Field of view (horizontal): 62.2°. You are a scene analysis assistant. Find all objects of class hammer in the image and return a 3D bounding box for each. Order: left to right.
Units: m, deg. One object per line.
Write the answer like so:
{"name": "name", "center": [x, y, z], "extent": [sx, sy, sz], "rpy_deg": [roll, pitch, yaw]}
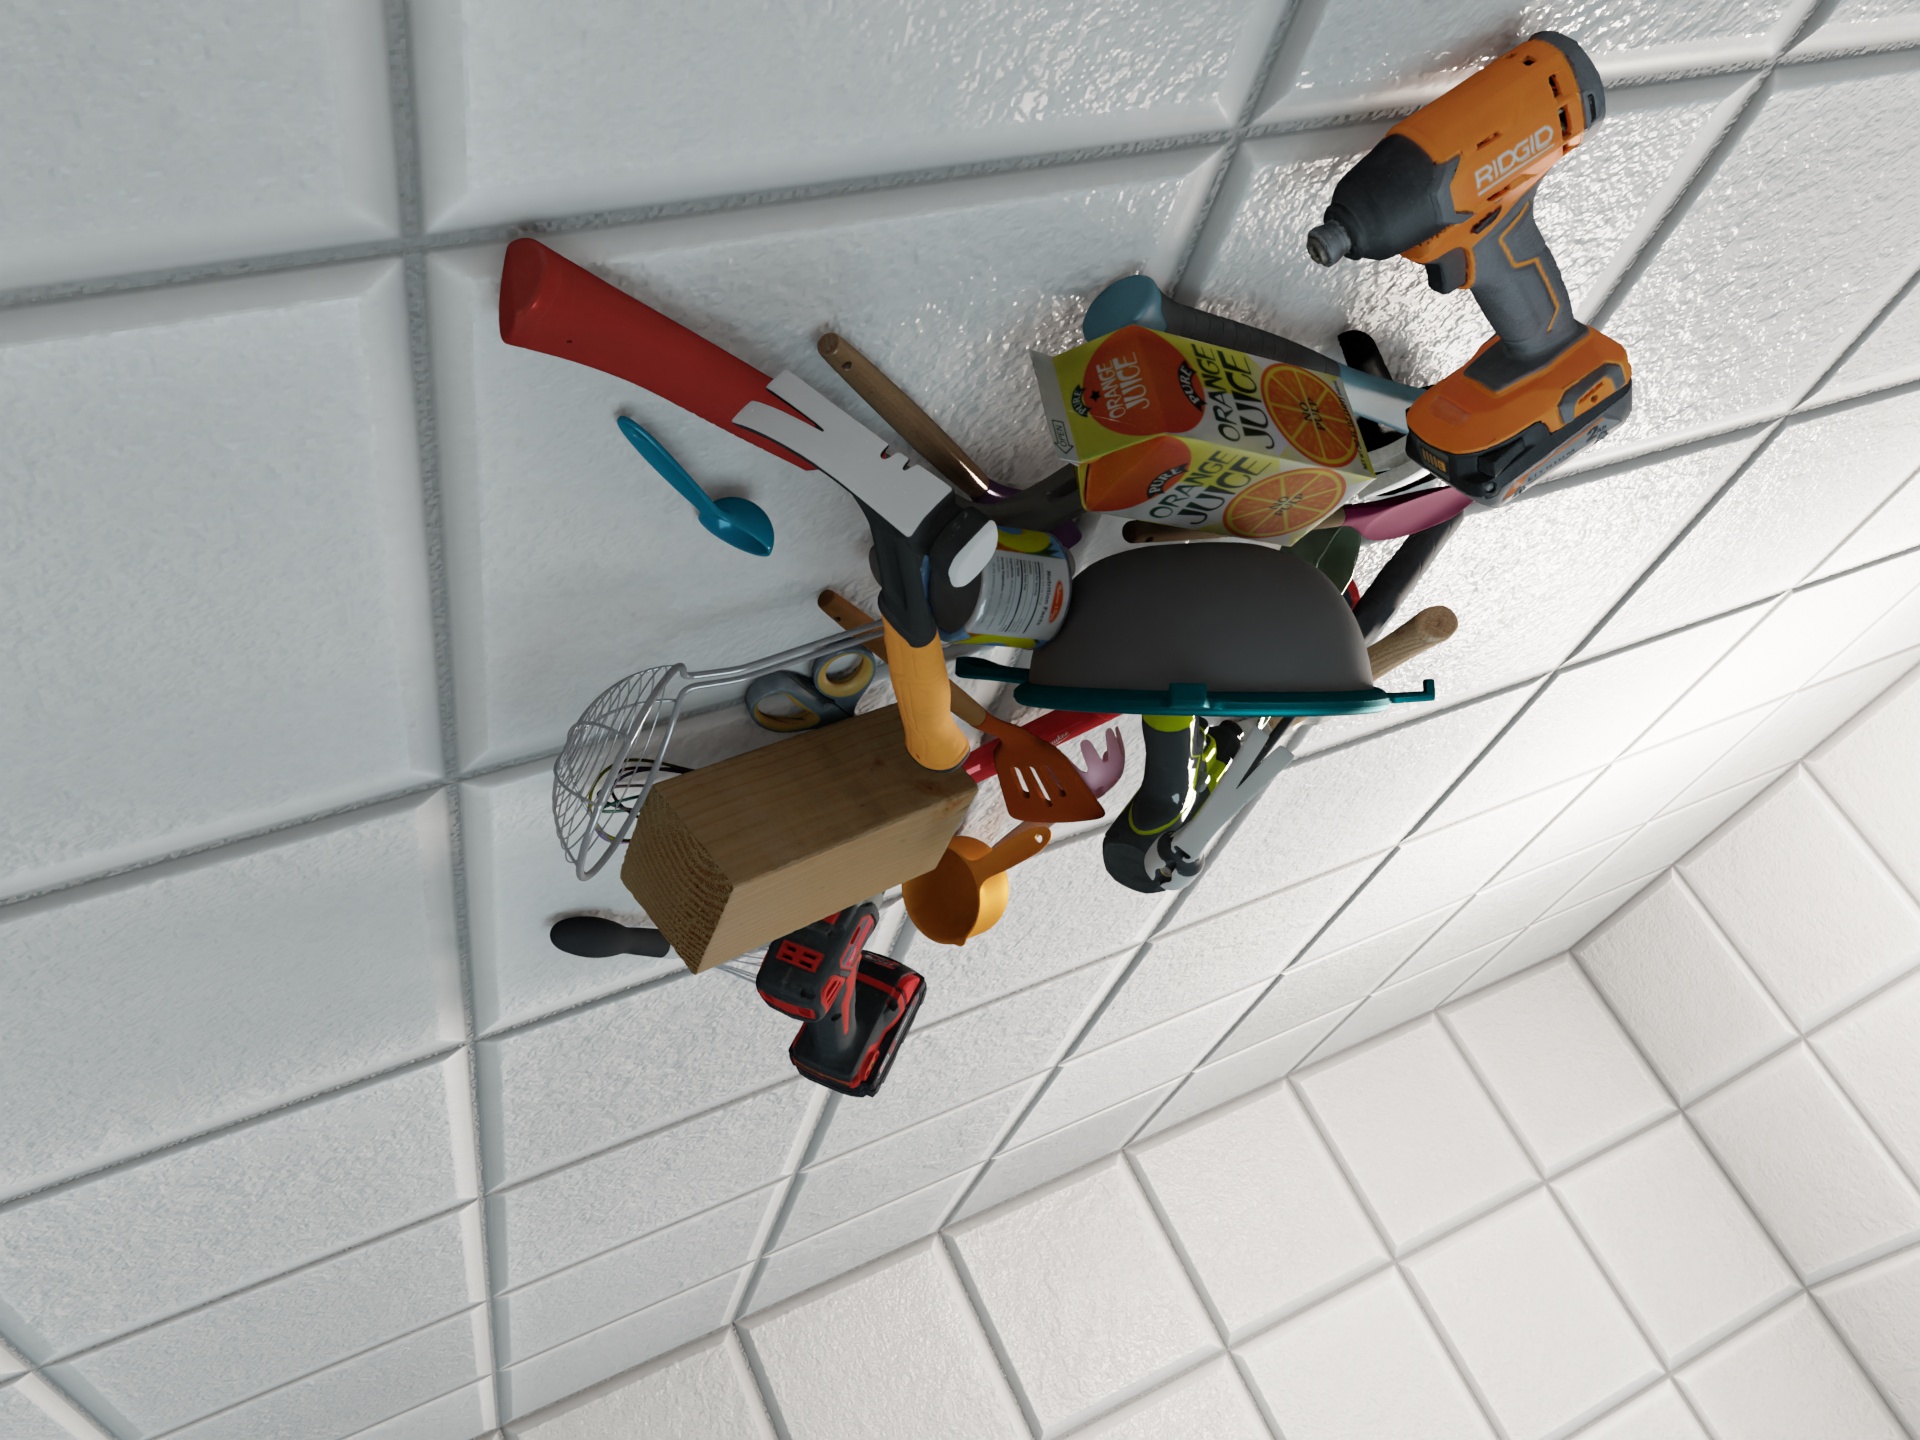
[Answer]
{"name": "hammer", "center": [-0.071, -0.144, 0.769], "extent": [0.149, 0.037, 0.358], "rpy_deg": [-22, 158, 27]}
{"name": "hammer", "center": [-0.032, -0.049, 0.817], "extent": [0.034, 0.127, 0.336], "rpy_deg": [-48, 163, -14]}
{"name": "hammer", "center": [0.134, -0.030, 1.221], "extent": [0.386, 0.038, 0.143], "rpy_deg": [-26, 153, -6]}
{"name": "hammer", "center": [0.203, -0.202, 0.929], "extent": [0.330, 0.033, 0.128], "rpy_deg": [5, 138, -39]}
{"name": "hammer", "center": [0.265, -0.046, 1.123], "extent": [0.409, 0.036, 0.149], "rpy_deg": [-46, 170, -36]}
{"name": "hammer", "center": [0.308, -0.029, 1.305], "extent": [0.130, 0.031, 0.331], "rpy_deg": [-21, 171, -17]}

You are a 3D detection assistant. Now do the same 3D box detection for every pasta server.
{"name": "pasta server", "center": [0.063, 0.074, 1.289], "extent": [0.060, 0.040, 0.316], "rpy_deg": [-24, 171, -22]}

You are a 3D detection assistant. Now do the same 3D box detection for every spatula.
{"name": "spatula", "center": [-0.002, -0.141, 0.896], "extent": [0.060, 0.018, 0.315], "rpy_deg": [-33, 156, 12]}
{"name": "spatula", "center": [-0.002, -0.003, 1.070], "extent": [0.081, 0.041, 0.322], "rpy_deg": [-3, 156, 31]}

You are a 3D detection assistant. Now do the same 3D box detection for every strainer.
{"name": "strainer", "center": [0.100, -0.059, 0.953], "extent": [0.211, 0.095, 0.340], "rpy_deg": [-2, -174, -34]}

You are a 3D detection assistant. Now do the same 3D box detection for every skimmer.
{"name": "skimmer", "center": [-0.070, -0.017, 0.919], "extent": [0.363, 0.090, 0.127], "rpy_deg": [-21, 157, -26]}

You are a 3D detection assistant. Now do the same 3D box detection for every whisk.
{"name": "whisk", "center": [-0.205, 0.179, 1.247], "extent": [0.070, 0.070, 0.284], "rpy_deg": [-41, 148, 25]}
{"name": "whisk", "center": [-0.147, 0.043, 1.071], "extent": [0.245, 0.047, 0.051], "rpy_deg": [-5, 155, -48]}

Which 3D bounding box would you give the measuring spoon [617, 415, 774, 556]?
{"name": "measuring spoon", "center": [-0.130, -0.122, 0.796], "extent": [0.021, 0.042, 0.128], "rpy_deg": [-64, 149, -13]}

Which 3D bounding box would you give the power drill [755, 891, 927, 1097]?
{"name": "power drill", "center": [-0.082, 0.176, 1.241], "extent": [0.226, 0.080, 0.188], "rpy_deg": [83, 30, -56]}

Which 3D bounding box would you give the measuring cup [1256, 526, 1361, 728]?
{"name": "measuring cup", "center": [0.241, -0.076, 1.167], "extent": [0.083, 0.038, 0.167], "rpy_deg": [7, 109, -60]}

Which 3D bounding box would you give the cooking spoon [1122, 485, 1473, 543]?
{"name": "cooking spoon", "center": [0.236, -0.138, 1.074], "extent": [0.318, 0.017, 0.068], "rpy_deg": [-9, 158, -33]}

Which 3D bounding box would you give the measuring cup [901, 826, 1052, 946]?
{"name": "measuring cup", "center": [0.027, 0.123, 1.317], "extent": [0.173, 0.095, 0.052], "rpy_deg": [-33, 165, 37]}

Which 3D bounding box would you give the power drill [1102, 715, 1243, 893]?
{"name": "power drill", "center": [0.166, -0.004, 1.148], "extent": [0.171, 0.080, 0.223], "rpy_deg": [-48, 149, -37]}

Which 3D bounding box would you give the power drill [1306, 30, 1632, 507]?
{"name": "power drill", "center": [0.278, -0.230, 0.866], "extent": [0.164, 0.084, 0.226], "rpy_deg": [-33, 131, -4]}
